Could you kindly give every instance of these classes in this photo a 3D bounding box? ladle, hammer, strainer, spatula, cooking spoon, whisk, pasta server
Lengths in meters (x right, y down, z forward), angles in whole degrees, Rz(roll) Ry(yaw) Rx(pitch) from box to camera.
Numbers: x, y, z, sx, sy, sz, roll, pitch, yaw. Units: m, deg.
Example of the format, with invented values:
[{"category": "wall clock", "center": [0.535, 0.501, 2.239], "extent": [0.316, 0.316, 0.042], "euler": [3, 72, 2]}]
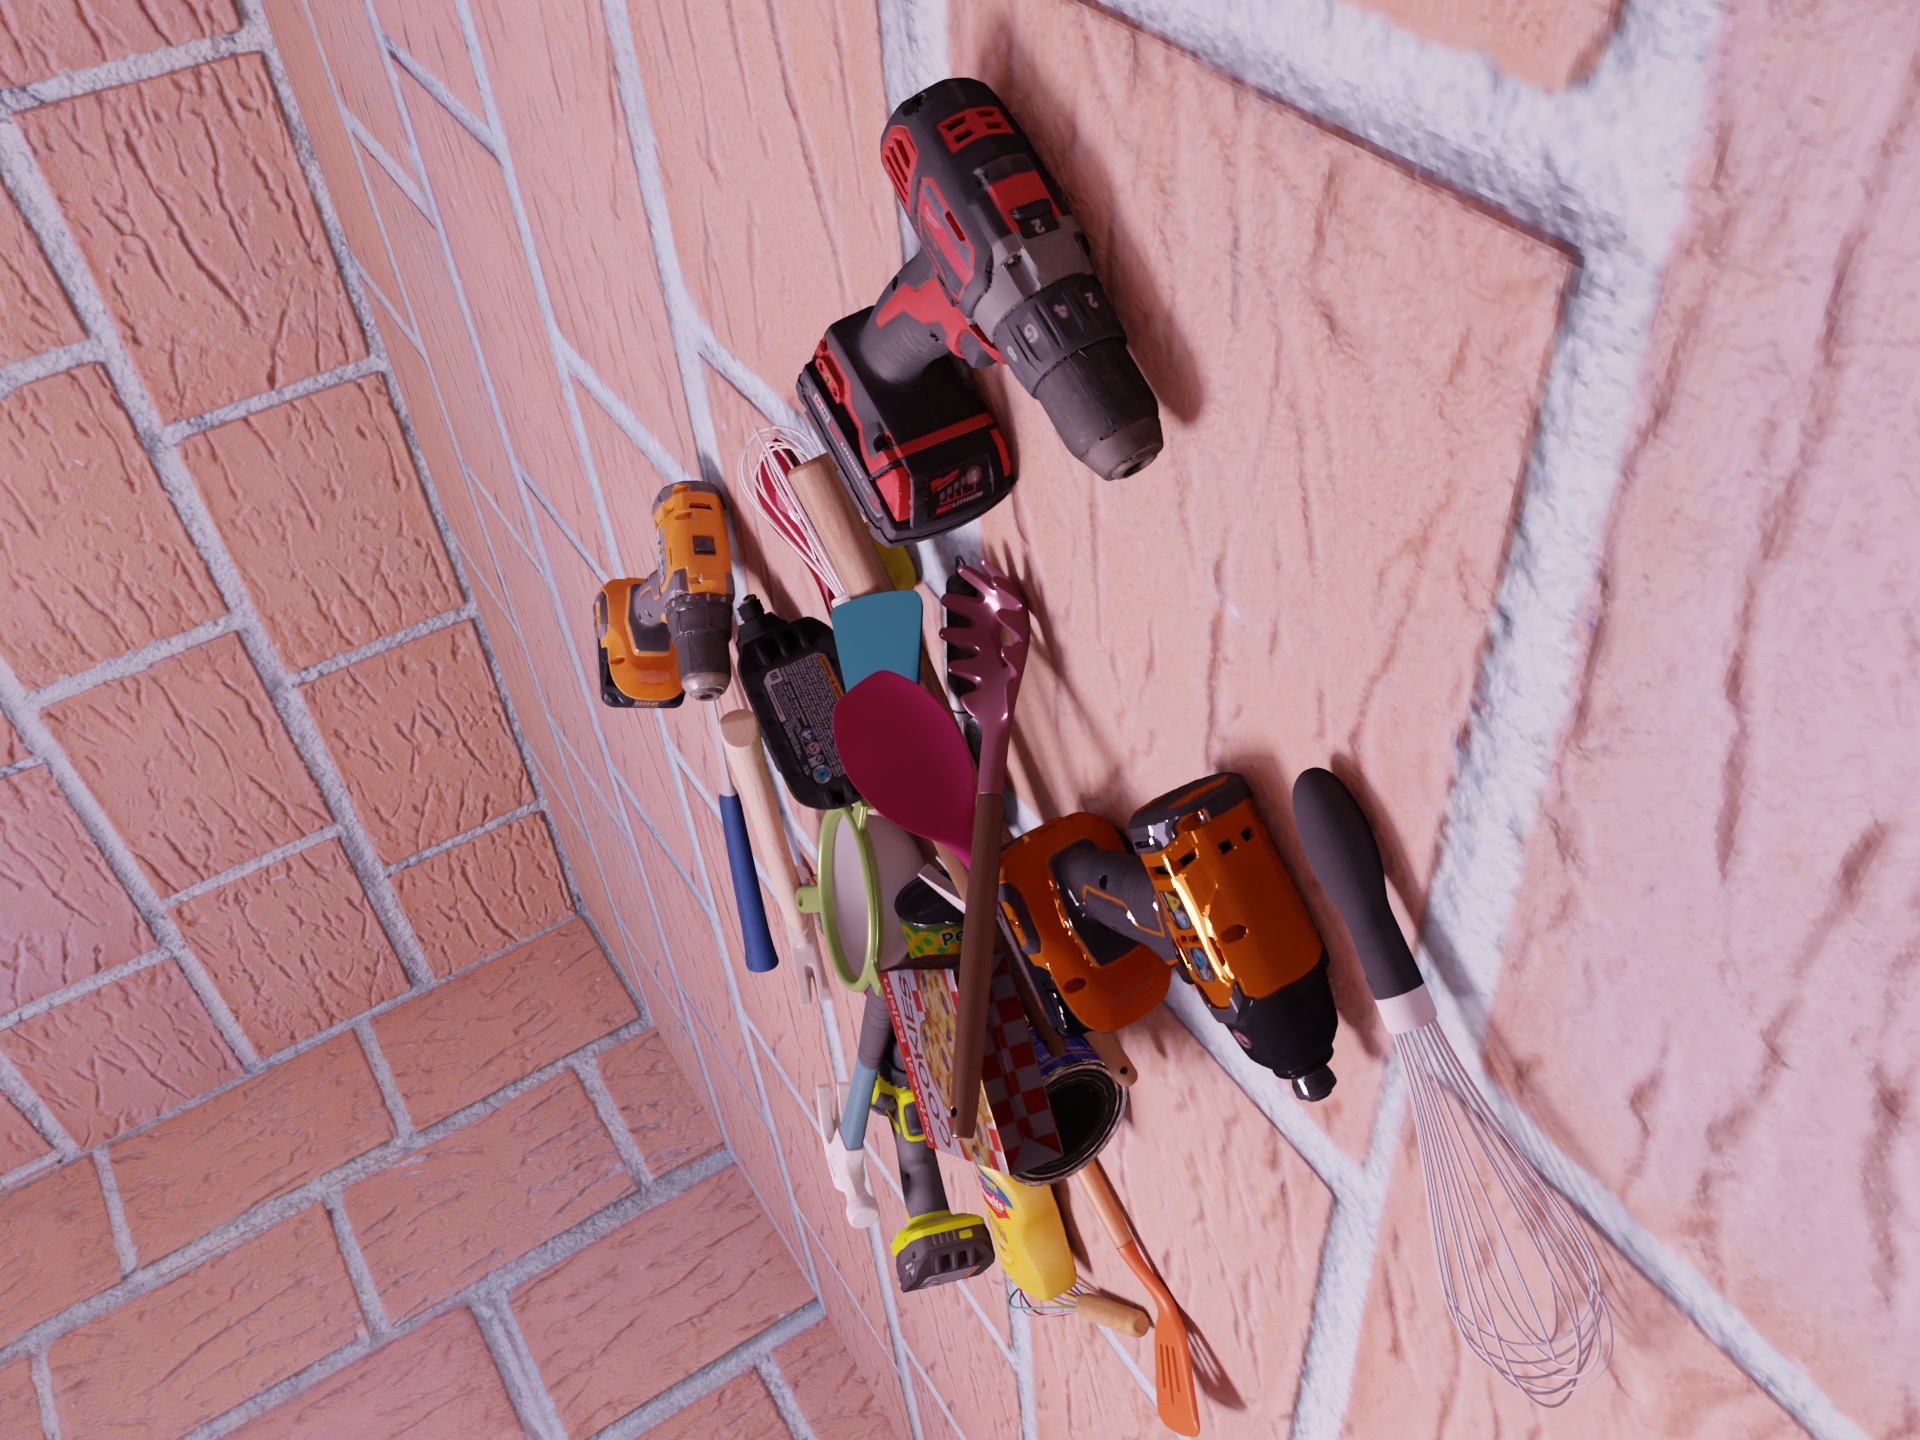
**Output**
[{"category": "ladle", "center": [-0.078, -0.058, 1.163], "extent": [0.315, 0.031, 0.069], "euler": [63, 161, -2]}, {"category": "hammer", "center": [-0.166, 0.122, 1.443], "extent": [0.410, 0.038, 0.146], "euler": [85, 171, -59]}, {"category": "hammer", "center": [-0.234, 0.059, 1.583], "extent": [0.144, 0.035, 0.405], "euler": [27, 129, 60]}, {"category": "strainer", "center": [-0.002, -0.003, 1.022], "extent": [0.087, 0.050, 0.258], "euler": [-115, 18, -44]}, {"category": "spatula", "center": [0.105, 0.379, 1.205], "extent": [0.323, 0.041, 0.081], "euler": [62, 161, 9]}, {"category": "strainer", "center": [-0.079, 0.143, 1.310], "extent": [0.256, 0.069, 0.151], "euler": [158, 107, -71]}, {"category": "cooking spoon", "center": [0.024, 0.104, 0.950], "extent": [0.318, 0.069, 0.017], "euler": [56, 169, -20]}, {"category": "whisk", "center": [-0.083, -0.094, 1.107], "extent": [0.246, 0.058, 0.059], "euler": [62, 180, -6]}, {"category": "pasta server", "center": [0.008, 0.067, 0.877], "extent": [0.060, 0.040, 0.316], "euler": [-13, 68, 56]}, {"category": "hammer", "center": [-0.022, -0.009, 0.982], "extent": [0.130, 0.031, 0.331], "euler": [-13, 107, 49]}, {"category": "spatula", "center": [0.002, 0.072, 0.973], "extent": [0.082, 0.044, 0.317], "euler": [-7, 116, 46]}, {"category": "whisk", "center": [0.096, 0.500, 1.370], "extent": [0.047, 0.051, 0.245], "euler": [69, 157, 3]}, {"category": "hammer", "center": [-0.078, 0.290, 1.410], "extent": [0.128, 0.033, 0.330], "euler": [-122, 38, -50]}, {"category": "whisk", "center": [0.202, 0.153, 0.678], "extent": [0.284, 0.070, 0.070], "euler": [68, 160, 4]}]

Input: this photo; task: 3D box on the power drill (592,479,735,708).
[{"category": "power drill", "center": [-0.251, -0.078, 1.379], "extent": [0.226, 0.084, 0.185], "euler": [-39, 56, 56]}]

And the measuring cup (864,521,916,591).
[{"category": "measuring cup", "center": [-0.036, -0.068, 1.061], "extent": [0.062, 0.029, 0.156], "euler": [41, 161, 48]}]

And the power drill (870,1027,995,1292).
[{"category": "power drill", "center": [-0.035, 0.391, 1.457], "extent": [0.190, 0.080, 0.229], "euler": [109, 150, -62]}]

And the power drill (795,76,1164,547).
[{"category": "power drill", "center": [0.008, -0.164, 0.759], "extent": [0.188, 0.080, 0.226], "euler": [61, 157, 8]}]

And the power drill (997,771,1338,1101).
[{"category": "power drill", "center": [0.108, 0.119, 0.839], "extent": [0.164, 0.084, 0.226], "euler": [65, 156, -3]}]

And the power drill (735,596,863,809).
[{"category": "power drill", "center": [-0.125, -0.015, 1.222], "extent": [0.171, 0.080, 0.223], "euler": [66, 171, -7]}]
